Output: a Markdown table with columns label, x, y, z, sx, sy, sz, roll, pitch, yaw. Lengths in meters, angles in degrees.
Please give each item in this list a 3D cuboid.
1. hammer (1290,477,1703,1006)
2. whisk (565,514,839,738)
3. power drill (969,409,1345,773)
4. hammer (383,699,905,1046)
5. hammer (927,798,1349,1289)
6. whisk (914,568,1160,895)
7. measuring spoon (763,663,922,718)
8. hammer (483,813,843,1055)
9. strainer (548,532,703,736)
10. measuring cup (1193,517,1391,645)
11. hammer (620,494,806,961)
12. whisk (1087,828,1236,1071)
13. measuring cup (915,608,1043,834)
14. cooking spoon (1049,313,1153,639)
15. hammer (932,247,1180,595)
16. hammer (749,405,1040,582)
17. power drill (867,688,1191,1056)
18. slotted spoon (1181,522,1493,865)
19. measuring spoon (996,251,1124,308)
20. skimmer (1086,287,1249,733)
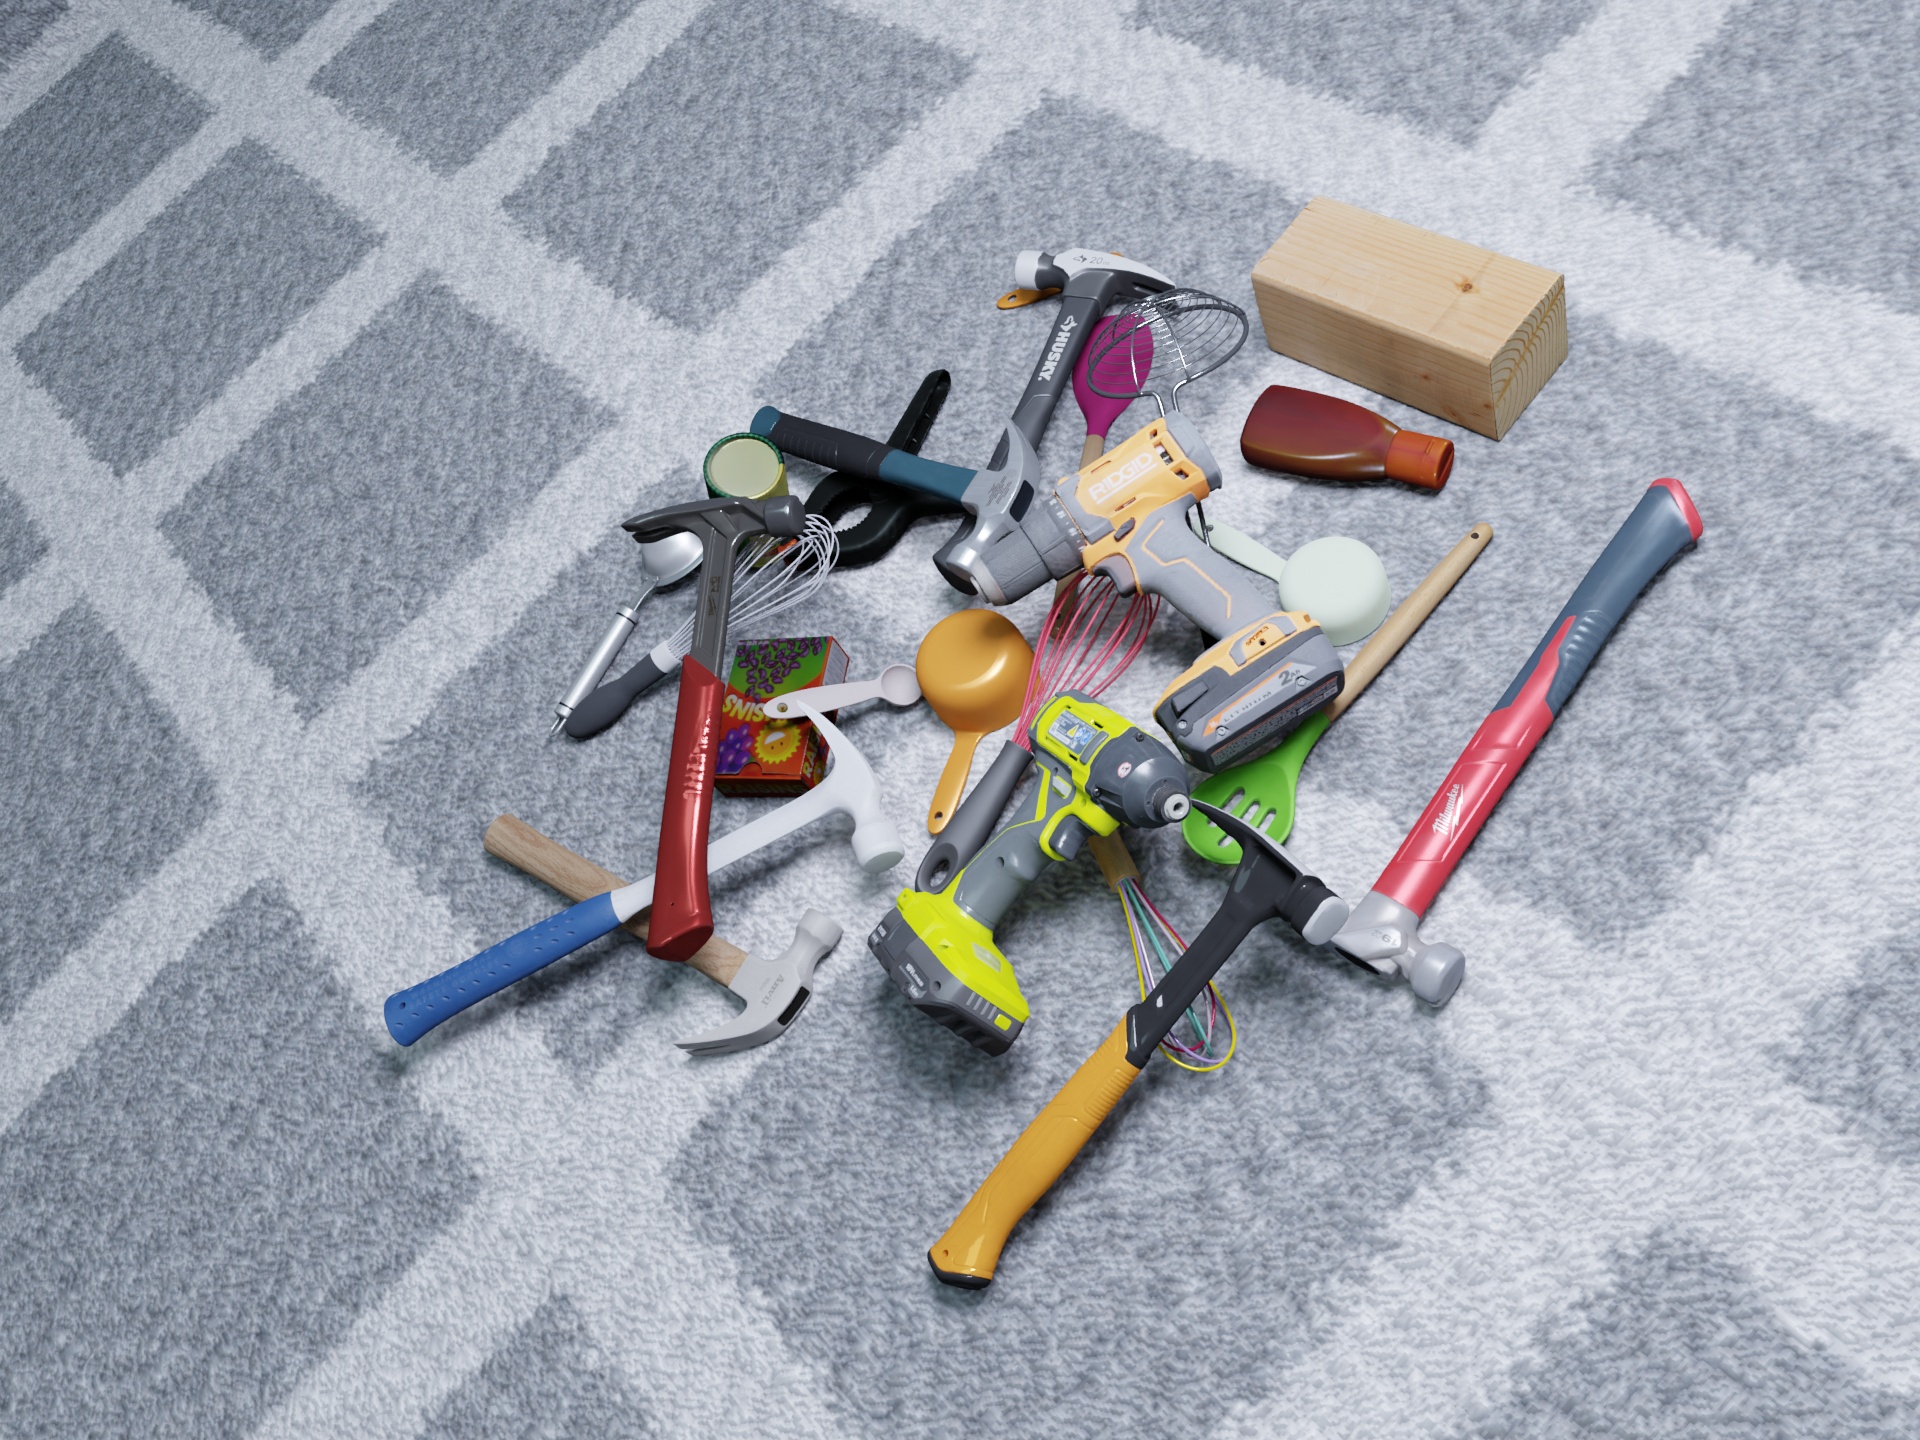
| label | x | y | z | sx | sy | sz | roll | pitch | yaw |
| --- | --- | --- | --- | --- | --- | --- | --- | --- | --- |
| hammer | 0.348 | -0.008 | 1.027 | 0.143 | 0.038 | 0.386 | 29 | 76 | 35 |
| whisk | -0.212 | -0.069 | 1.277 | 0.284 | 0.070 | 0.070 | -36 | 53 | 14 |
| power drill | 0.127 | -0.075 | 1.068 | 0.185 | 0.084 | 0.226 | -32 | 70 | 4 |
| hammer | -0.241 | 0.126 | 1.159 | 0.405 | 0.035 | 0.144 | -27 | 59 | 7 |
| hammer | 0.088 | 0.206 | 0.970 | 0.337 | 0.034 | 0.127 | -52 | 43 | 5 |
| whisk | 0.053 | 0.004 | 1.137 | 0.073 | 0.073 | 0.296 | 28 | 82 | 33 |
| measuring spoon | -0.089 | -0.016 | 1.204 | 0.124 | 0.018 | 0.034 | -11 | 70 | -14 |
| hammer | -0.245 | 0.146 | 1.194 | 0.331 | 0.031 | 0.130 | 22 | 72 | 32 |
| strainer | -0.278 | -0.097 | 1.346 | 0.087 | 0.050 | 0.258 | 16 | 71 | 46 |
| measuring cup | 0.229 | -0.115 | 1.138 | 0.168 | 0.038 | 0.083 | 35 | 79 | 32 |
| hammer | -0.199 | -0.002 | 1.160 | 0.149 | 0.036 | 0.359 | -6 | 64 | 19 |
| whisk | 0.114 | 0.125 | 1.048 | 0.047 | 0.051 | 0.245 | -32 | 51 | 10 |
| measuring cup | -0.002 | -0.004 | 1.163 | 0.095 | 0.052 | 0.174 | 5 | 62 | 26 |
| cooking spoon | 0.103 | -0.201 | 1.256 | 0.069 | 0.017 | 0.319 | 0 | 61 | 23 |
| hammer | 0.062 | -0.241 | 1.258 | 0.146 | 0.035 | 0.335 | 13 | 64 | 23 |
| hammer | -0.064 | -0.204 | 1.261 | 0.331 | 0.033 | 0.128 | 25 | 77 | 44 |
| power drill | 0.049 | 0.094 | 1.022 | 0.223 | 0.080 | 0.171 | -53 | 26 | 1 |
| slotted spoon | 0.263 | -0.020 | 1.078 | 0.070 | 0.031 | 0.314 | 37 | 78 | 29 |
| measuring spoon | 0.085 | -0.380 | 1.372 | 0.117 | 0.011 | 0.021 | -16 | 57 | 14 |
| skimmer | 0.175 | -0.155 | 1.162 | 0.127 | 0.090 | 0.363 | -15 | 75 | 18 |
